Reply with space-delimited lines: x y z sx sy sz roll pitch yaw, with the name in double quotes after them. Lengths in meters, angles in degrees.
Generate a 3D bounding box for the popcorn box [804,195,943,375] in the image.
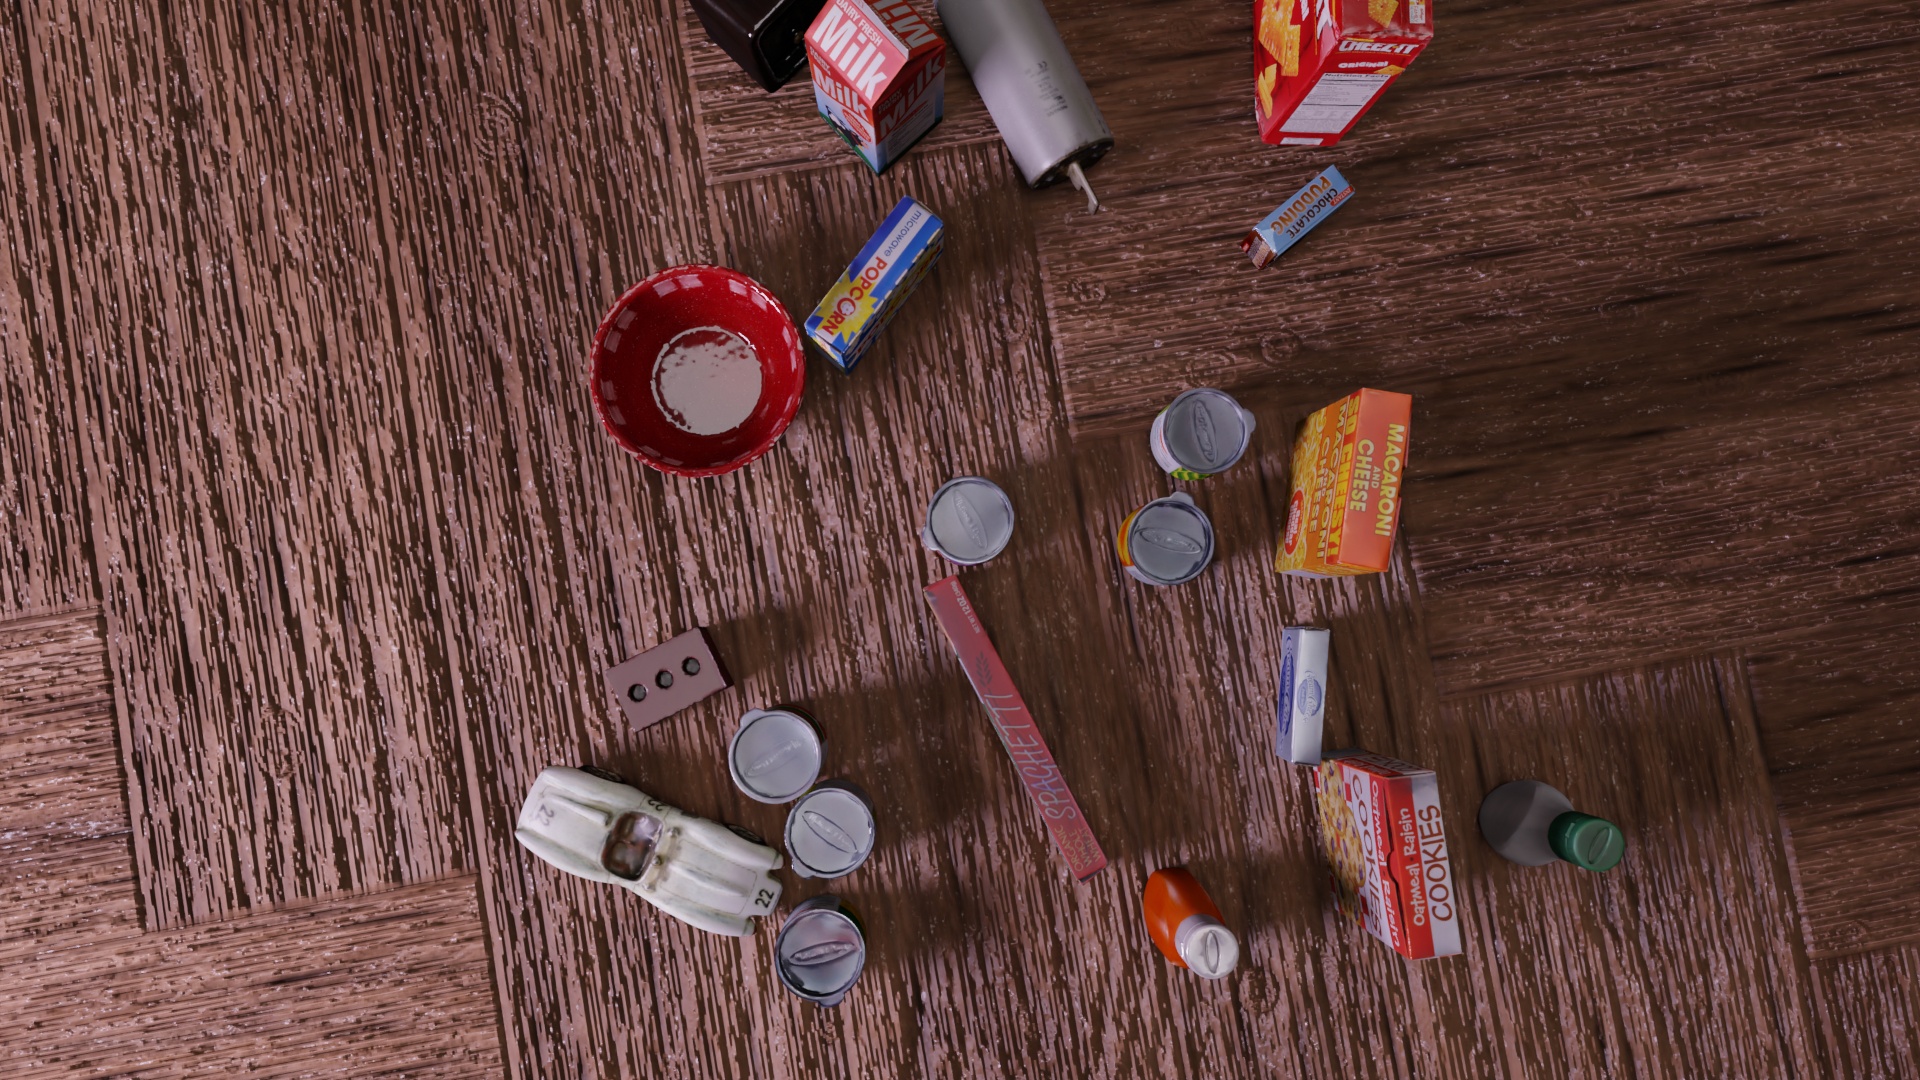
-0.064 -0.192 1.054 0.038 0.085 0.127 37 86 0 "popcorn box"

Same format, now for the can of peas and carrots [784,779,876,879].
-0.097 0.217 1.038 0.071 0.058 0.071 0 86 -2 "can of peas and carrots"

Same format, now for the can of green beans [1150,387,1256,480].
0.183 -0.081 1.070 0.071 0.058 0.071 0 86 -2 "can of green beans"

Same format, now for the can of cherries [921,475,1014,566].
0.004 -0.013 1.058 0.071 0.058 0.071 0 86 -2 "can of cherries"

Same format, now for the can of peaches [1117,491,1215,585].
0.157 0.000 1.063 0.071 0.058 0.071 0 86 -2 "can of peaches"

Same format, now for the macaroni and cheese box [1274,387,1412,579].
0.278 -0.037 1.016 0.040 0.166 0.123 9 86 -1 "macaroni and cheese box"

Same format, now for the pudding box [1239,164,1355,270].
0.264 -0.252 1.088 0.084 0.049 0.030 -39 89 -4 "pudding box"

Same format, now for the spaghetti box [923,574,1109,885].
0.041 0.141 1.053 0.029 0.050 0.250 -28 88 -3 "spaghetti box"

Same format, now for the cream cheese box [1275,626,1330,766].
0.261 0.118 1.061 0.024 0.053 0.104 5 86 -2 "cream cheese box"

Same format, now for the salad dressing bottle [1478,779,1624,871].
0.430 0.211 1.014 0.044 0.147 0.064 31 86 0 "salad dressing bottle"

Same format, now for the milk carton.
-0.060 -0.342 1.011 0.073 0.190 0.072 -42 89 -4 "milk carton"

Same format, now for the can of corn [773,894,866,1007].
-0.102 0.304 1.032 0.071 0.058 0.071 0 86 -2 "can of corn"

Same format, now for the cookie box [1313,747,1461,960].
0.302 0.219 0.999 0.040 0.167 0.123 -8 87 -2 "cookie box"

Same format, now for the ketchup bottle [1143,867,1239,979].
0.165 0.279 0.999 0.043 0.148 0.064 -3 87 -2 "ketchup bottle"

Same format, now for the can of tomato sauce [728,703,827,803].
-0.135 0.155 1.029 0.071 0.083 0.071 0 87 -2 "can of tomato sauce"
